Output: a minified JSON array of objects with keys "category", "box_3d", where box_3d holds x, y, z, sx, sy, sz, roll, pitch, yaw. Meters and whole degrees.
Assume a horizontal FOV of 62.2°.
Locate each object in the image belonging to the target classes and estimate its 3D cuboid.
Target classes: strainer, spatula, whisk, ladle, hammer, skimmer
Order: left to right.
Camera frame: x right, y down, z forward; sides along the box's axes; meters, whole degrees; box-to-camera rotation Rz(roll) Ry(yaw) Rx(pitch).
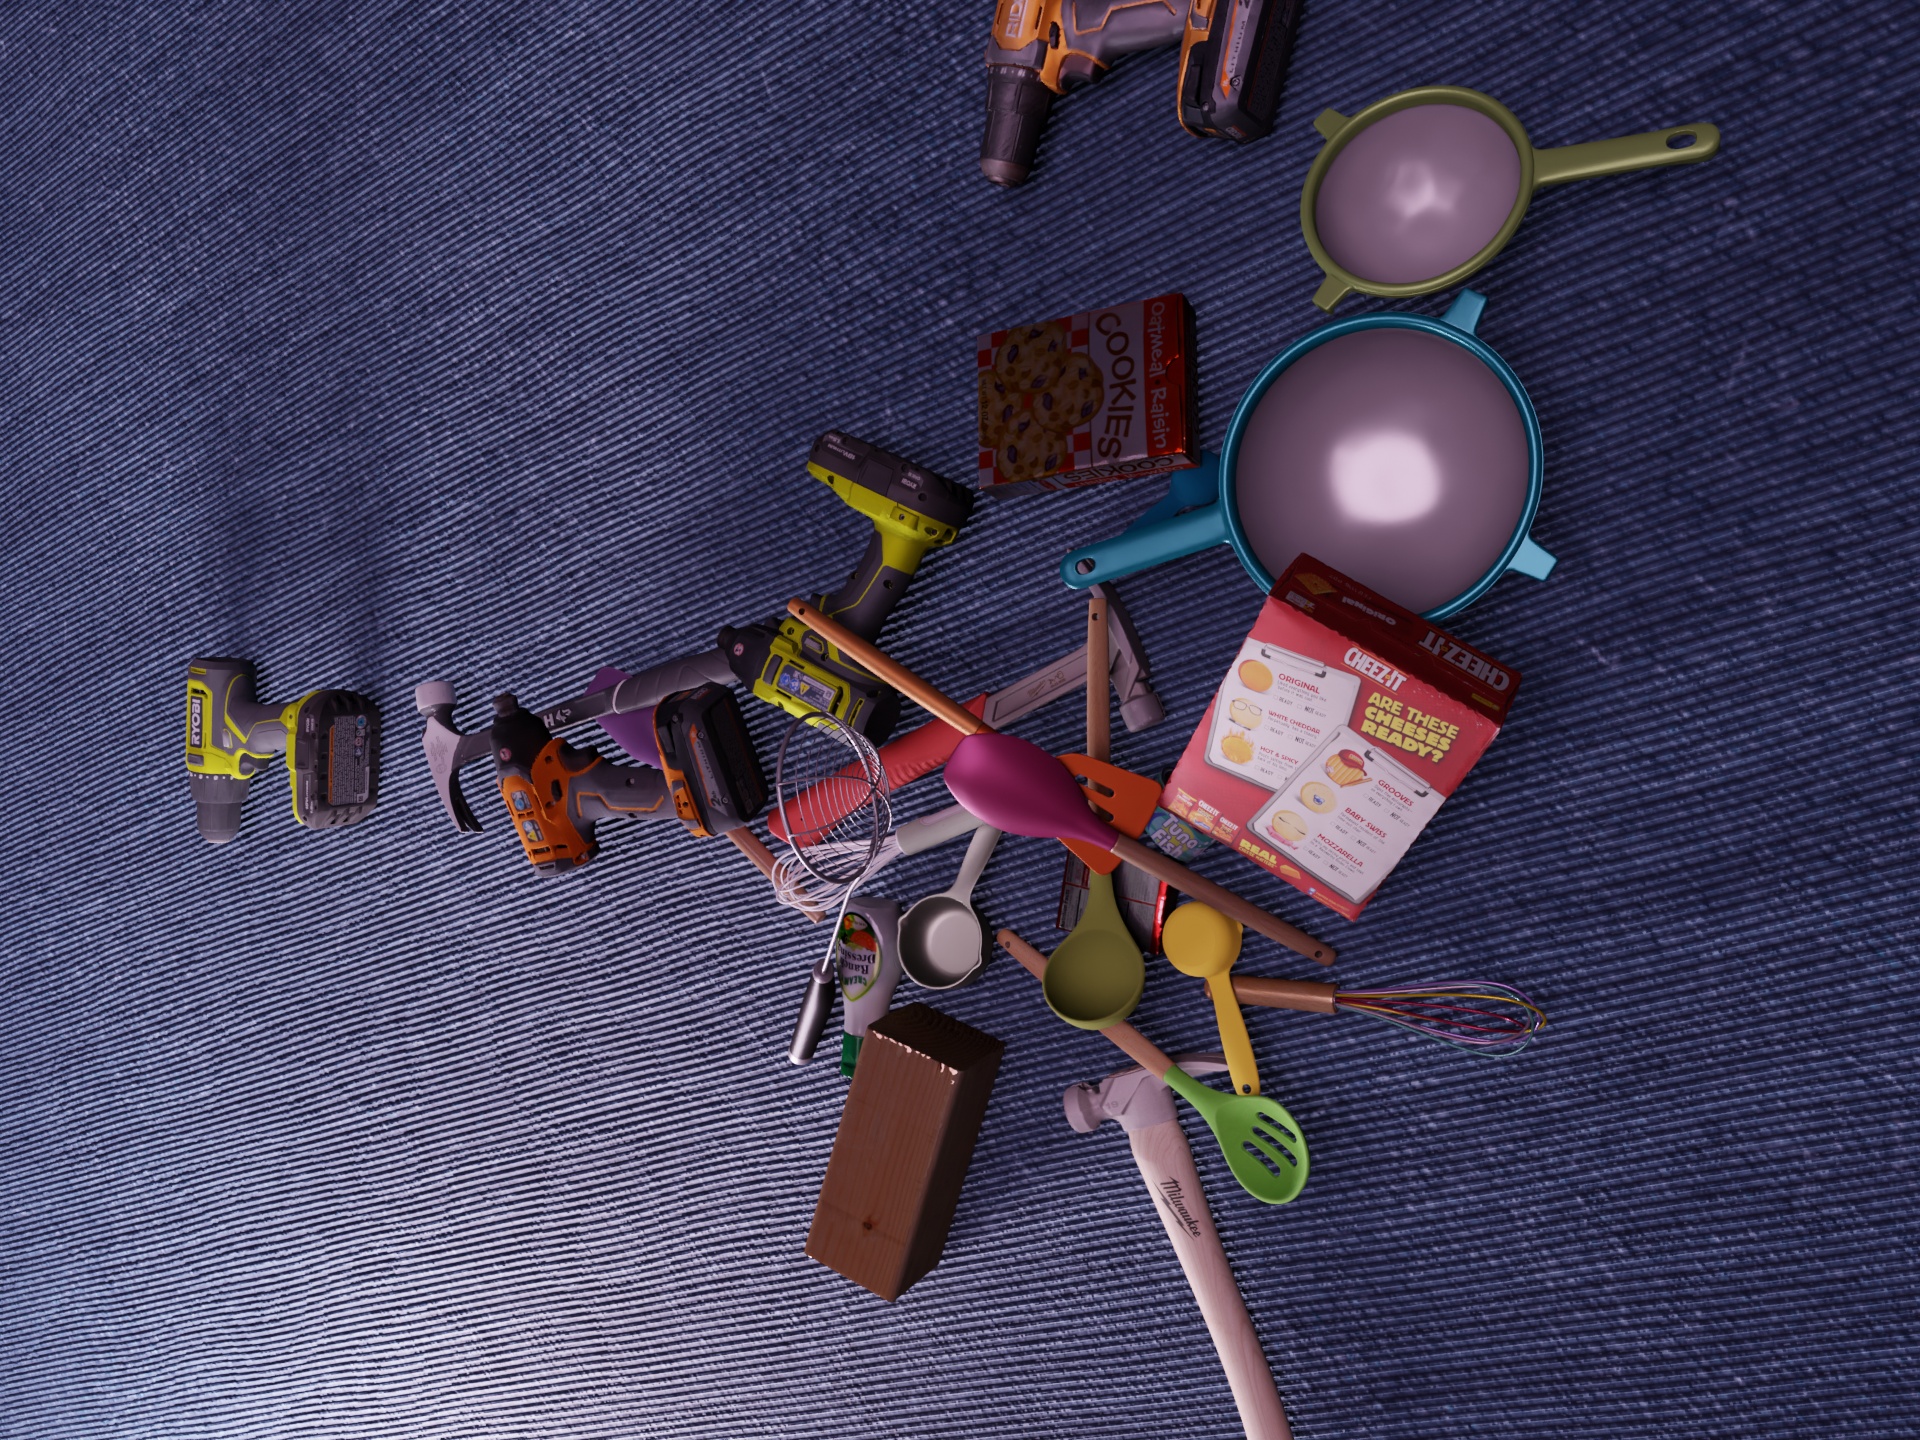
[{"category":"hammer","box_3d":[-0.317,-0.011,1.419,0.409,0.036,0.149,-16,80,23]},{"category":"spatula","box_3d":[-0.226,0.064,1.403,0.316,0.018,0.059,44,108,18]},{"category":"skimmer","box_3d":[-0.124,0.150,1.258,0.090,0.127,0.363,21,132,4]},{"category":"whisk","box_3d":[-0.052,0.100,1.294,0.246,0.058,0.059,-24,106,24]},{"category":"hammer","box_3d":[-0.015,0.005,1.282,0.359,0.036,0.149,-28,81,25]},{"category":"spatula","box_3d":[-0.002,-0.004,1.189,0.323,0.041,0.081,35,99,19]},{"category":"ladle","box_3d":[0.100,0.069,1.182,0.078,0.062,0.320,1,93,22]},{"category":"hammer","box_3d":[0.212,0.456,1.204,0.146,0.038,0.411,-22,84,25]},{"category":"strainer","box_3d":[0.236,-0.149,1.110,0.340,0.095,0.211,-16,86,28]},{"category":"whisk","box_3d":[0.293,0.205,1.142,0.245,0.047,0.051,0,82,31]},{"category":"strainer","box_3d":[0.357,-0.344,1.045,0.256,0.069,0.151,-3,75,24]}]

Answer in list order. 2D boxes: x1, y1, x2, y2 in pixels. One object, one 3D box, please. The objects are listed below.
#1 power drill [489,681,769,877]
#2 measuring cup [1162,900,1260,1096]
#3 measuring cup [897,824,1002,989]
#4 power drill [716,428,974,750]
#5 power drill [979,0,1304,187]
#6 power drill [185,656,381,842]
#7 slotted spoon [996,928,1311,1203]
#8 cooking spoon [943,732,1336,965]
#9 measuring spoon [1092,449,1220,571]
[{"category":"power drill","box_3d":[-0.294,0.037,1.356,0.226,0.084,0.164,-13,106,20]},{"category":"measuring cup","box_3d":[0.189,0.209,1.169,0.062,0.029,0.157,-23,73,31]},{"category":"measuring cup","box_3d":[0.009,0.139,1.287,0.083,0.038,0.167,23,87,29]},{"category":"power drill","box_3d":[-0.097,-0.109,1.274,0.171,0.080,0.223,28,99,25]},{"category":"power drill","box_3d":[0.116,-0.473,1.155,0.226,0.084,0.185,20,103,29]},{"category":"power drill","box_3d":[-0.696,0.041,1.608,0.228,0.080,0.190,8,97,29]},{"category":"slotted spoon","box_3d":[0.139,0.247,1.196,0.314,0.031,0.070,36,112,34]},{"category":"cooking spoon","box_3d":[0.133,0.099,1.146,0.319,0.017,0.068,28,104,-6]},{"category":"measuring spoon","box_3d":[0.144,-0.152,1.180,0.128,0.021,0.042,-44,74,8]}]
